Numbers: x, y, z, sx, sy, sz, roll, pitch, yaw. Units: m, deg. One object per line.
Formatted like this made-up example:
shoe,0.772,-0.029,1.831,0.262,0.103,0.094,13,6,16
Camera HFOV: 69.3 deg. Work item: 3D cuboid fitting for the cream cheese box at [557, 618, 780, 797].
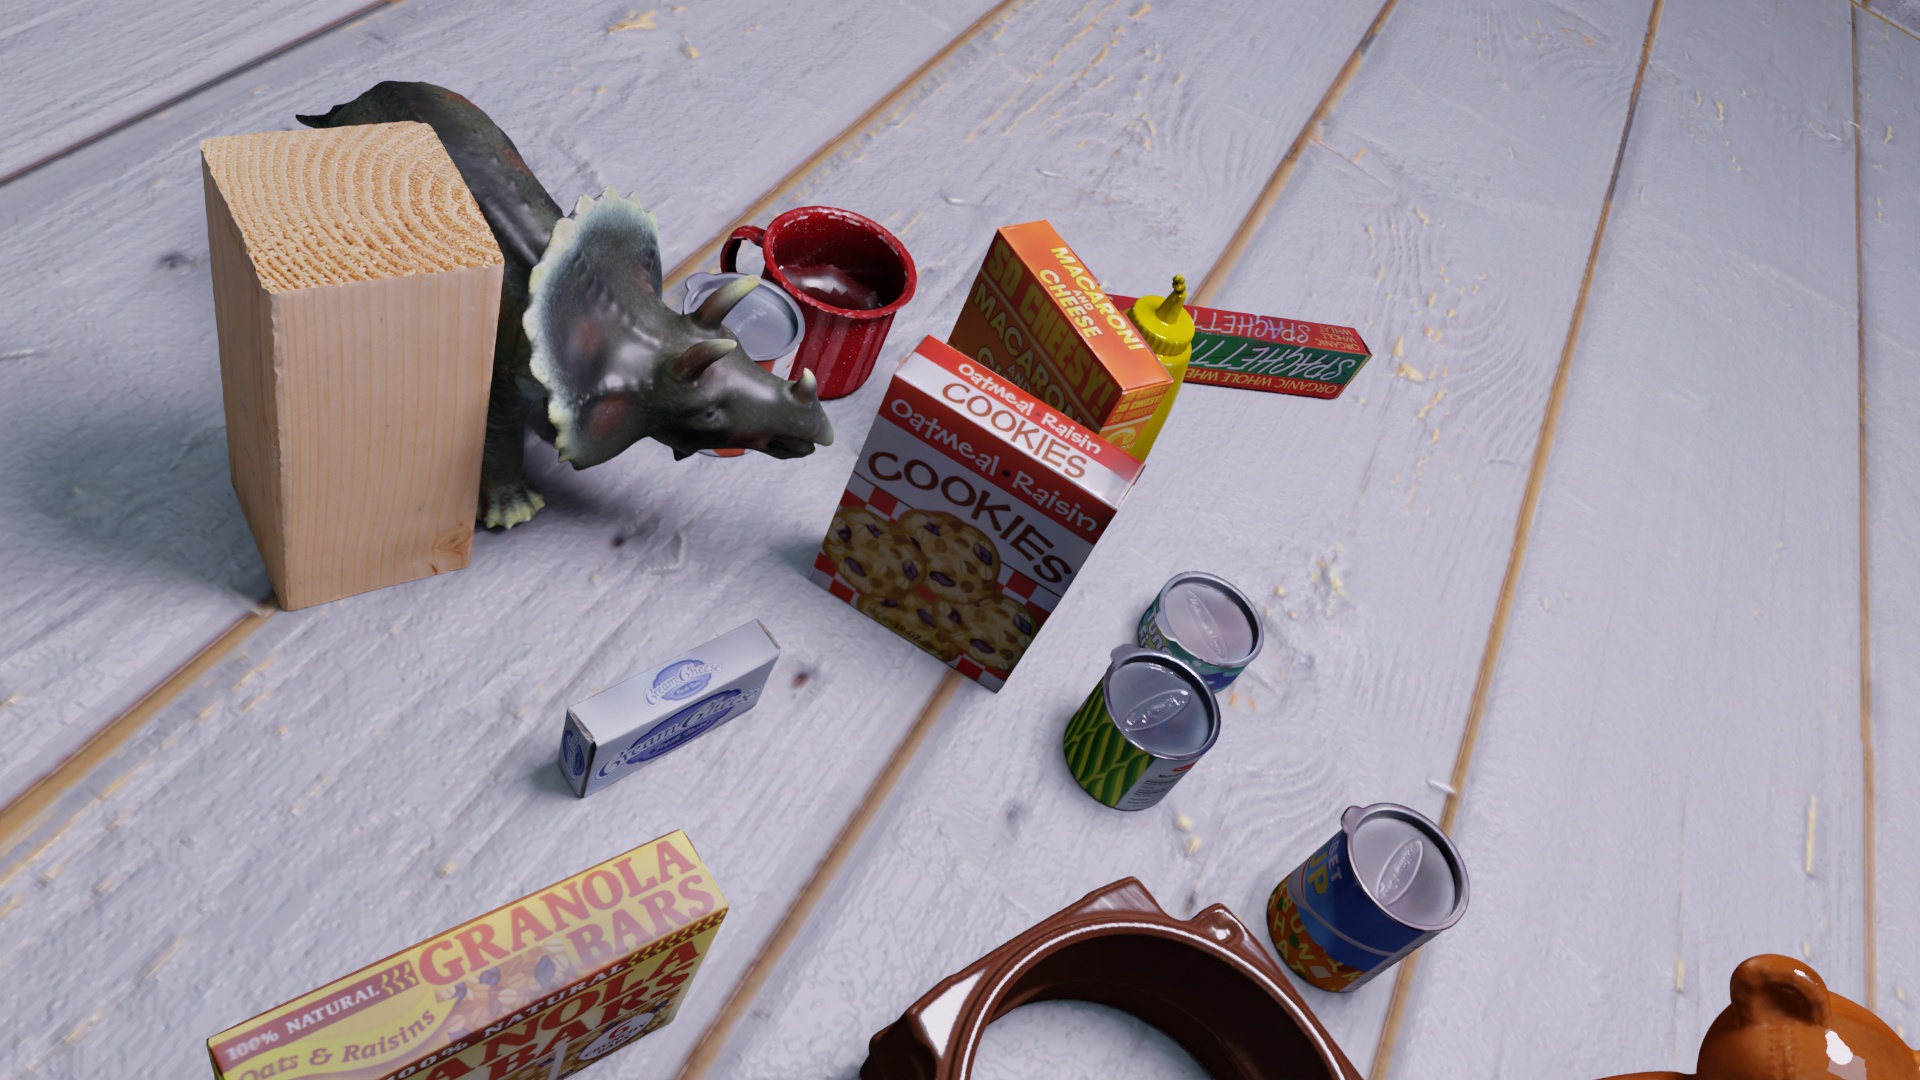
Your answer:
cream cheese box,-0.136,0.078,0.652,0.104,0.053,0.024,-26,67,-37

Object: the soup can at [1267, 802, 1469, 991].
soup can,0.200,0.178,0.696,0.071,0.083,0.072,12,49,-14

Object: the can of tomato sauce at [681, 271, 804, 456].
can of tomato sauce,-0.131,-0.098,0.778,0.071,0.082,0.071,12,49,-14

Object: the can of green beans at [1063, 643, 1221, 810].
can of green beans,0.094,0.100,0.732,0.071,0.057,0.071,12,49,-14

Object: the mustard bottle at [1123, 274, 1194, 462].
mustard bottle,0.102,-0.096,0.826,0.049,0.159,0.065,-11,58,-30

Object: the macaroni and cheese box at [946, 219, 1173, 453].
macaroni and cheese box,0.038,-0.075,0.776,0.040,0.165,0.124,-17,61,-33

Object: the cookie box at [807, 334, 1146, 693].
cookie box,0.003,-0.009,0.706,0.123,0.166,0.040,31,47,3

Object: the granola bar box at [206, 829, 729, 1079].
granola bar box,-0.176,0.177,0.506,0.166,0.123,0.039,-20,63,-34

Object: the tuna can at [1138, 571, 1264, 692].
tuna can,0.137,0.054,0.804,0.071,0.032,0.071,12,49,-14

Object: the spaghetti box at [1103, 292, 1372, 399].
spaghetti box,0.165,-0.134,0.959,0.250,0.050,0.029,4,52,-21
